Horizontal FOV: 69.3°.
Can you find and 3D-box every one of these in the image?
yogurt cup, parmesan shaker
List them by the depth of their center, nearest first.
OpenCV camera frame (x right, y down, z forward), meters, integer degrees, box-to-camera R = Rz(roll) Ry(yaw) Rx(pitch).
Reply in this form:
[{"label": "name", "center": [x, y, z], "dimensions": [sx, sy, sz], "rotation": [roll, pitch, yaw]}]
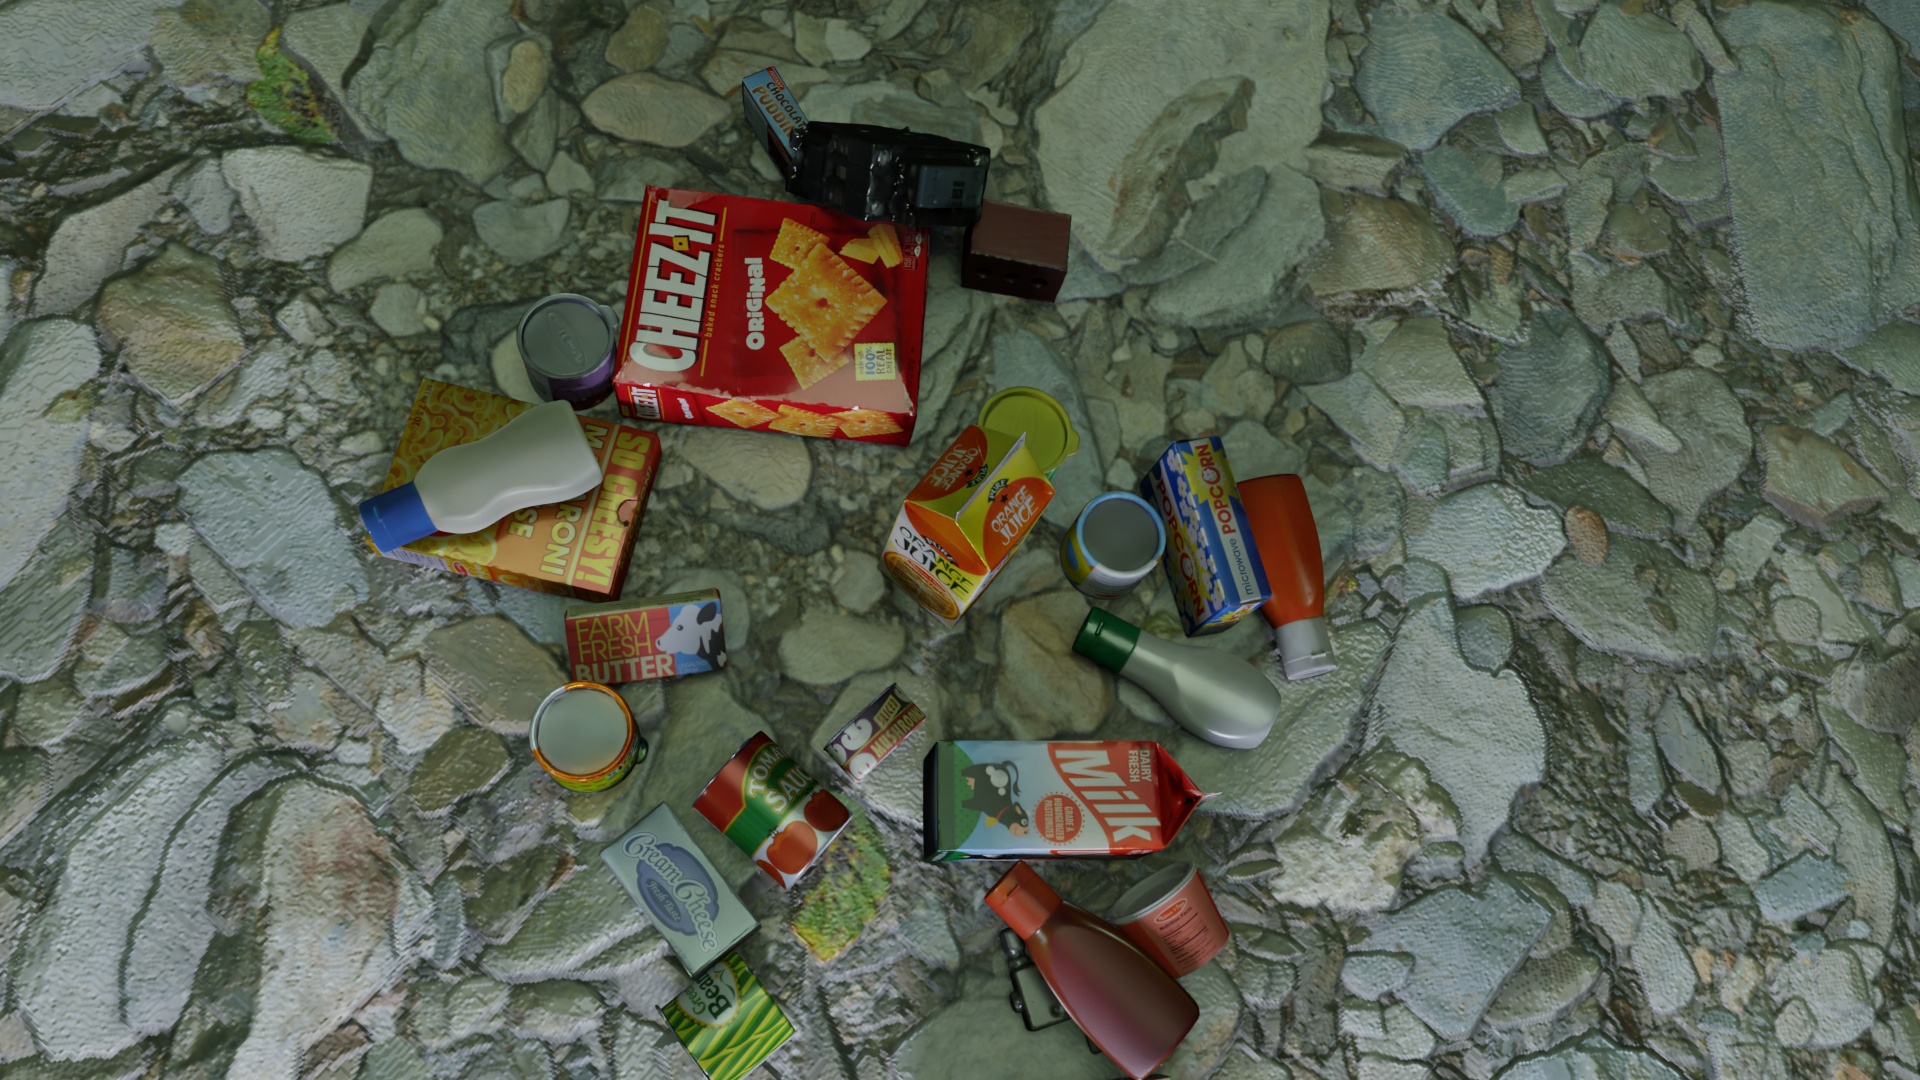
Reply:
[{"label": "yogurt cup", "center": [0.141, 0.253, 0.923], "dimensions": [0.072, 0.072, 0.054], "rotation": [-33, 88, -17]}, {"label": "parmesan shaker", "center": [0.039, -0.058, 0.990], "dimensions": [0.071, 0.102, 0.071], "rotation": [3, 71, -8]}]

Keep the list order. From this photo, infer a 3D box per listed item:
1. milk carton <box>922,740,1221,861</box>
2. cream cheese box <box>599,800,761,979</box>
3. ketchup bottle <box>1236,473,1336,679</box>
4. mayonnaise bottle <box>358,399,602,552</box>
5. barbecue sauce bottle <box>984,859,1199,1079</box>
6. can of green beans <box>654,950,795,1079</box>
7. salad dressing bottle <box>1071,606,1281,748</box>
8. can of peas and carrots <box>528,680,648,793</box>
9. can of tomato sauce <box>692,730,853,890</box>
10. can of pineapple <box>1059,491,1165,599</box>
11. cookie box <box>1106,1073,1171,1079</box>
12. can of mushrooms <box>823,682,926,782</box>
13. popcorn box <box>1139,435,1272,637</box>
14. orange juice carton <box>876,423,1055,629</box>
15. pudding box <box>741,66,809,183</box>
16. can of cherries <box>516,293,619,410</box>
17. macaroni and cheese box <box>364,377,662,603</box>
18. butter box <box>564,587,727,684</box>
[{"label": "milk carton", "center": [0.073, 0.175, 0.933], "dimensions": [0.191, 0.072, 0.073], "rotation": [2, 71, -9]}, {"label": "cream cheese box", "center": [-0.181, 0.225, 0.896], "dimensions": [0.053, 0.024, 0.104], "rotation": [-37, 75, -18]}, {"label": "ketchup bottle", "center": [0.239, 0.026, 1.025], "dimensions": [0.065, 0.043, 0.149], "rotation": [-9, 73, -11]}, {"label": "mayonnaise bottle", "center": [-0.317, -0.038, 0.917], "dimensions": [0.148, 0.041, 0.065], "rotation": [-25, 76, -14]}, {"label": "barbecue sauce bottle", "center": [0.080, 0.270, 0.892], "dimensions": [0.148, 0.043, 0.065], "rotation": [44, 82, 8]}, {"label": "can of green beans", "center": [-0.144, 0.298, 0.860], "dimensions": [0.058, 0.071, 0.071], "rotation": [-37, 81, -18]}, {"label": "salad dressing bottle", "center": [0.153, 0.095, 0.989], "dimensions": [0.148, 0.044, 0.064], "rotation": [27, 72, 2]}, {"label": "can of peas and carrots", "center": [-0.242, 0.129, 0.906], "dimensions": [0.071, 0.058, 0.071], "rotation": [3, 72, -8]}, {"label": "can of tomato sauce", "center": [-0.121, 0.174, 0.904], "dimensions": [0.083, 0.071, 0.071], "rotation": [41, 70, 5]}, {"label": "can of pineapple", "center": [0.109, 0.002, 1.005], "dimensions": [0.071, 0.057, 0.071], "rotation": [3, 71, -8]}, {"label": "cookie box", "center": [0.056, 0.409, 0.868], "dimensions": [0.168, 0.040, 0.123], "rotation": [-3, 72, -10]}, {"label": "can of mushrooms", "center": [-0.056, 0.128, 0.929], "dimensions": [0.071, 0.071, 0.033], "rotation": [-41, 84, -19]}, {"label": "popcorn box", "center": [0.175, -0.002, 1.002], "dimensions": [0.038, 0.085, 0.127], "rotation": [-11, 73, -13]}, {"label": "orange juice carton", "center": [0.003, -0.012, 0.921], "dimensions": [0.073, 0.192, 0.072], "rotation": [39, 70, 4]}, {"label": "pudding box", "center": [-0.138, -0.318, 1.079], "dimensions": [0.030, 0.049, 0.084], "rotation": [-28, 77, -15]}, {"label": "can of cherries", "center": [-0.275, -0.134, 0.990], "dimensions": [0.071, 0.058, 0.071], "rotation": [3, 70, -8]}, {"label": "macaroni and cheese box", "center": [-0.305, -0.032, 0.960], "dimensions": [0.166, 0.040, 0.124], "rotation": [13, 71, -4]}, {"label": "butter box", "center": [-0.212, 0.066, 0.938], "dimensions": [0.104, 0.024, 0.053], "rotation": [-7, 107, -11]}]
